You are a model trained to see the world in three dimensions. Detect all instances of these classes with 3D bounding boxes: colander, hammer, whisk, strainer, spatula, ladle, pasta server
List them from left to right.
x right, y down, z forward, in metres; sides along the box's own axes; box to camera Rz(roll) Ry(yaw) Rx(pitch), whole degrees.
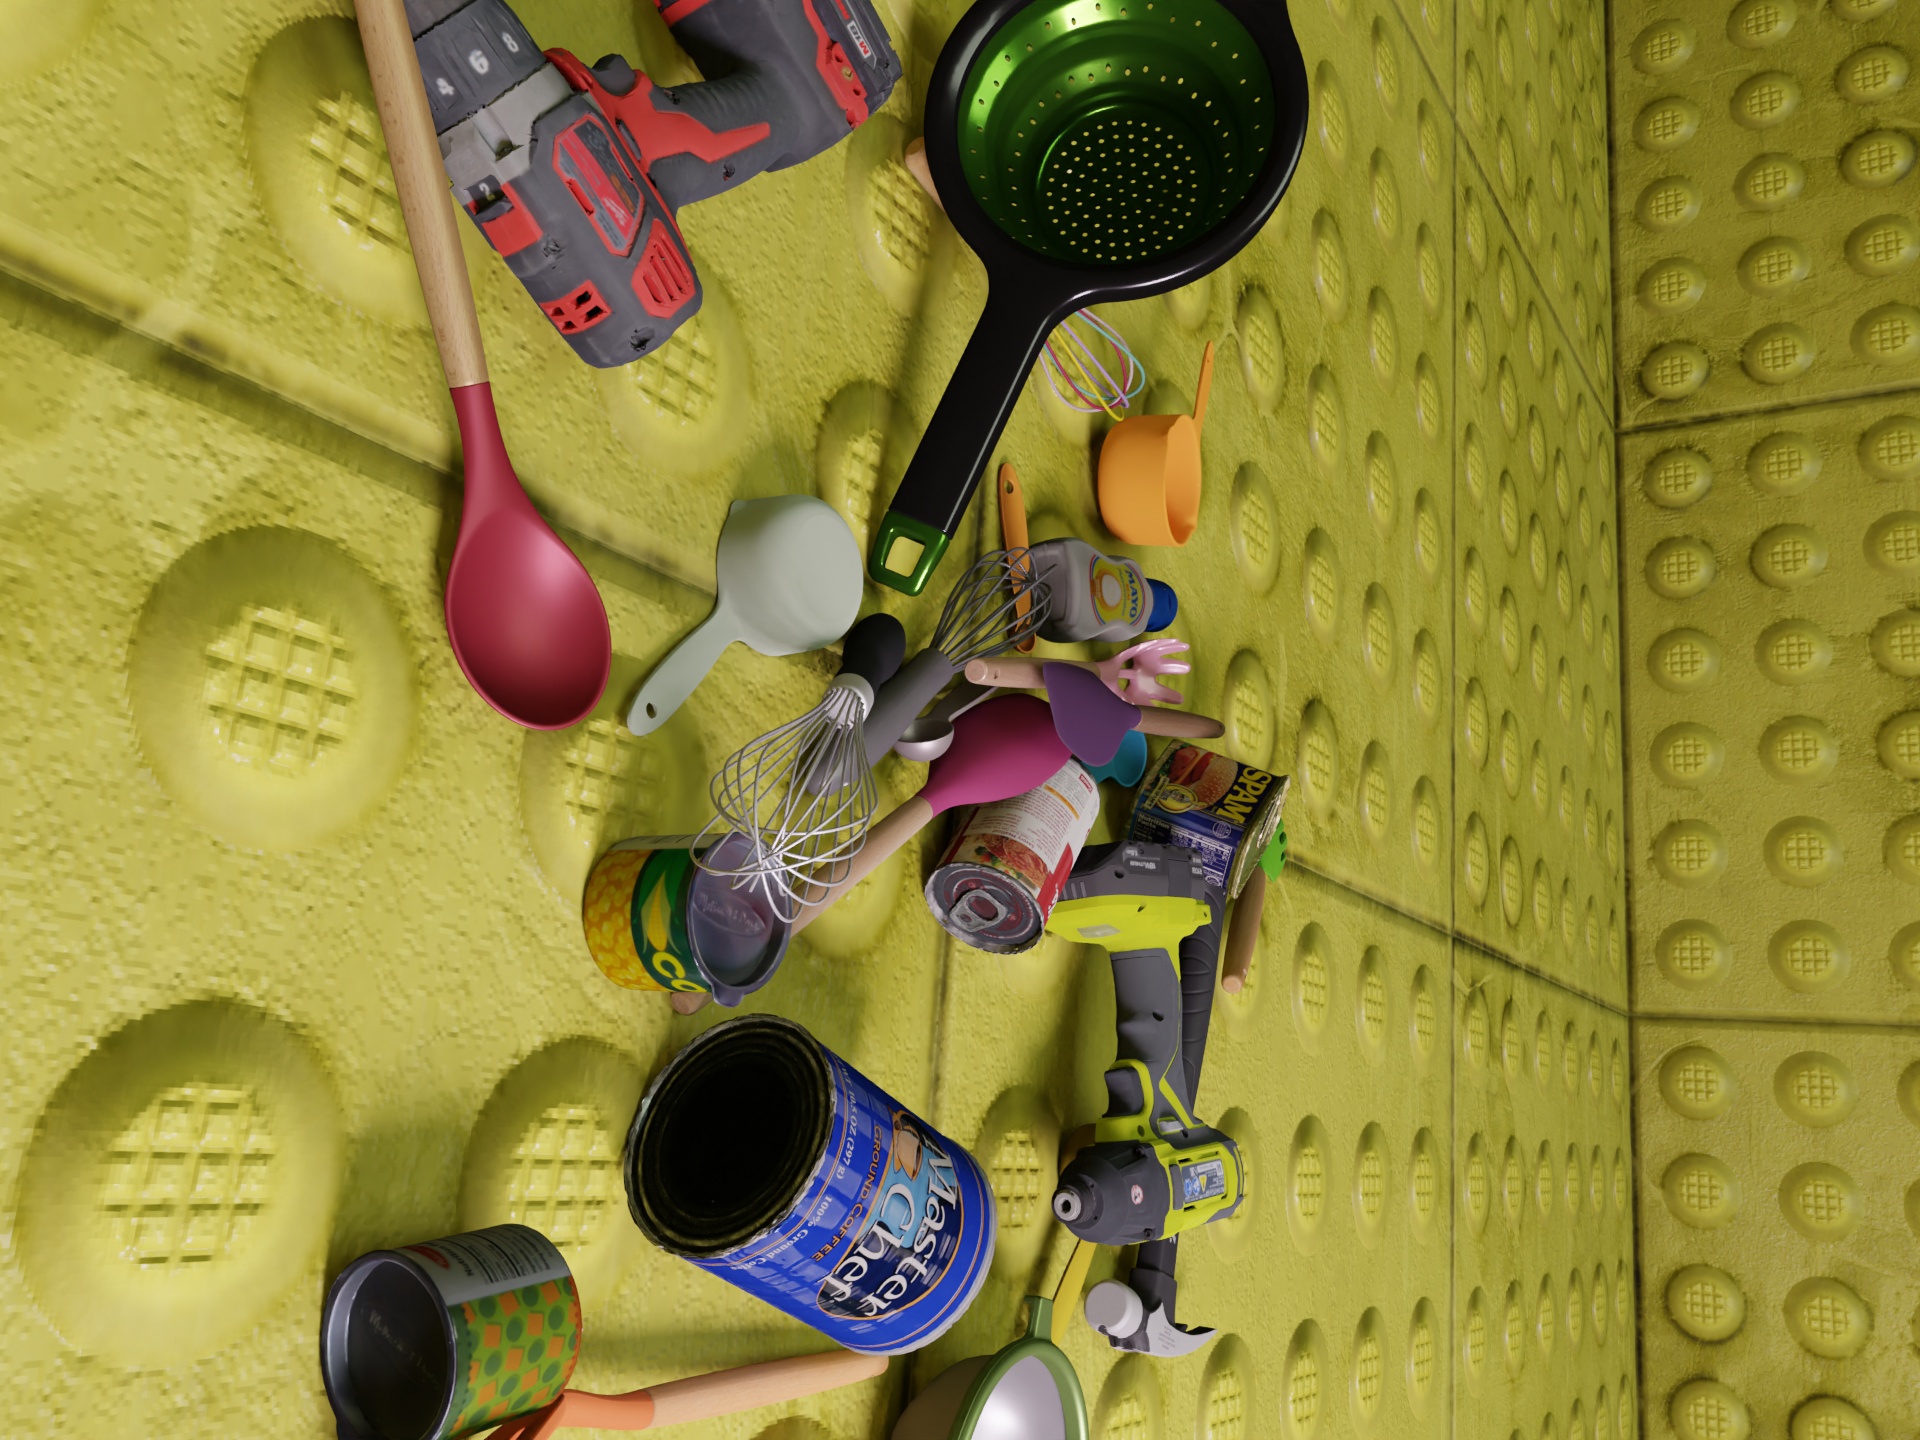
[{"bbox_3d":[-0.185,-0.148,0.577,0.069,0.031,0.315,-27,114,-46],"label":"ladle"},{"bbox_3d":[-0.112,0.286,0.646,0.322,0.081,0.041,26,32,-58],"label":"spatula"},{"bbox_3d":[-0.057,0.003,0.701,0.285,0.070,0.070,-73,148,-68],"label":"whisk"},{"bbox_3d":[-0.023,0.400,0.753,0.256,0.069,0.151,-31,114,-54],"label":"strainer"},{"bbox_3d":[-0.012,-0.029,0.846,0.239,0.055,0.055,-47,125,-45],"label":"whisk"},{"bbox_3d":[0.043,-0.261,0.965,0.244,0.051,0.047,40,60,-45],"label":"whisk"},{"bbox_3d":[0.053,-0.243,0.878,0.397,0.204,0.094,-65,168,-5],"label":"colander"},{"bbox_3d":[0.076,-0.026,0.953,0.316,0.040,0.060,-2,104,-67],"label":"pasta server"},{"bbox_3d":[0.115,0.001,0.990,0.315,0.018,0.060,5,70,-65],"label":"spatula"},{"bbox_3d":[0.150,0.255,1.074,0.146,0.035,0.335,47,47,-48],"label":"hammer"}]

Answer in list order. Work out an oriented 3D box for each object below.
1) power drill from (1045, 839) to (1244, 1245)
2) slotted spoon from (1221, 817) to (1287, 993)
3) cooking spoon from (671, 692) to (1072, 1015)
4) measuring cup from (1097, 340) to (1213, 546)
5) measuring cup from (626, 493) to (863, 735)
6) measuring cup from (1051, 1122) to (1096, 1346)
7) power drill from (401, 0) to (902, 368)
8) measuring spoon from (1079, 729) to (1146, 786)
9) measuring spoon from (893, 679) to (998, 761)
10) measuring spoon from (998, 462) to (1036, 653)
[{"bbox_3d":[0.097,0.188,0.932,0.171,0.080,0.223,13,68,-54],"label":"power drill"},{"bbox_3d":[0.203,0.119,1.101,0.314,0.031,0.070,-46,122,-69],"label":"slotted spoon"},{"bbox_3d":[-0.034,0.056,0.799,0.319,0.069,0.017,-38,147,-47],"label":"cooking spoon"},{"bbox_3d":[0.135,-0.195,1.083,0.095,0.052,0.174,63,37,-50],"label":"measuring cup"},{"bbox_3d":[-0.094,-0.044,0.721,0.168,0.038,0.083,-56,132,-47],"label":"measuring cup"},{"bbox_3d":[0.063,0.310,0.943,0.062,0.029,0.157,58,45,-35],"label":"measuring cup"},{"bbox_3d":[-0.136,-0.276,0.653,0.187,0.080,0.227,57,46,-27],"label":"power drill"},{"bbox_3d":[0.076,0.032,1.010,0.128,0.021,0.042,-20,109,-48],"label":"measuring spoon"},{"bbox_3d":[-0.001,-0.003,0.877,0.124,0.034,0.018,-39,129,-58],"label":"measuring spoon"},{"bbox_3d":[0.031,-0.097,0.957,0.021,0.011,0.117,-1,84,-46],"label":"measuring spoon"}]
